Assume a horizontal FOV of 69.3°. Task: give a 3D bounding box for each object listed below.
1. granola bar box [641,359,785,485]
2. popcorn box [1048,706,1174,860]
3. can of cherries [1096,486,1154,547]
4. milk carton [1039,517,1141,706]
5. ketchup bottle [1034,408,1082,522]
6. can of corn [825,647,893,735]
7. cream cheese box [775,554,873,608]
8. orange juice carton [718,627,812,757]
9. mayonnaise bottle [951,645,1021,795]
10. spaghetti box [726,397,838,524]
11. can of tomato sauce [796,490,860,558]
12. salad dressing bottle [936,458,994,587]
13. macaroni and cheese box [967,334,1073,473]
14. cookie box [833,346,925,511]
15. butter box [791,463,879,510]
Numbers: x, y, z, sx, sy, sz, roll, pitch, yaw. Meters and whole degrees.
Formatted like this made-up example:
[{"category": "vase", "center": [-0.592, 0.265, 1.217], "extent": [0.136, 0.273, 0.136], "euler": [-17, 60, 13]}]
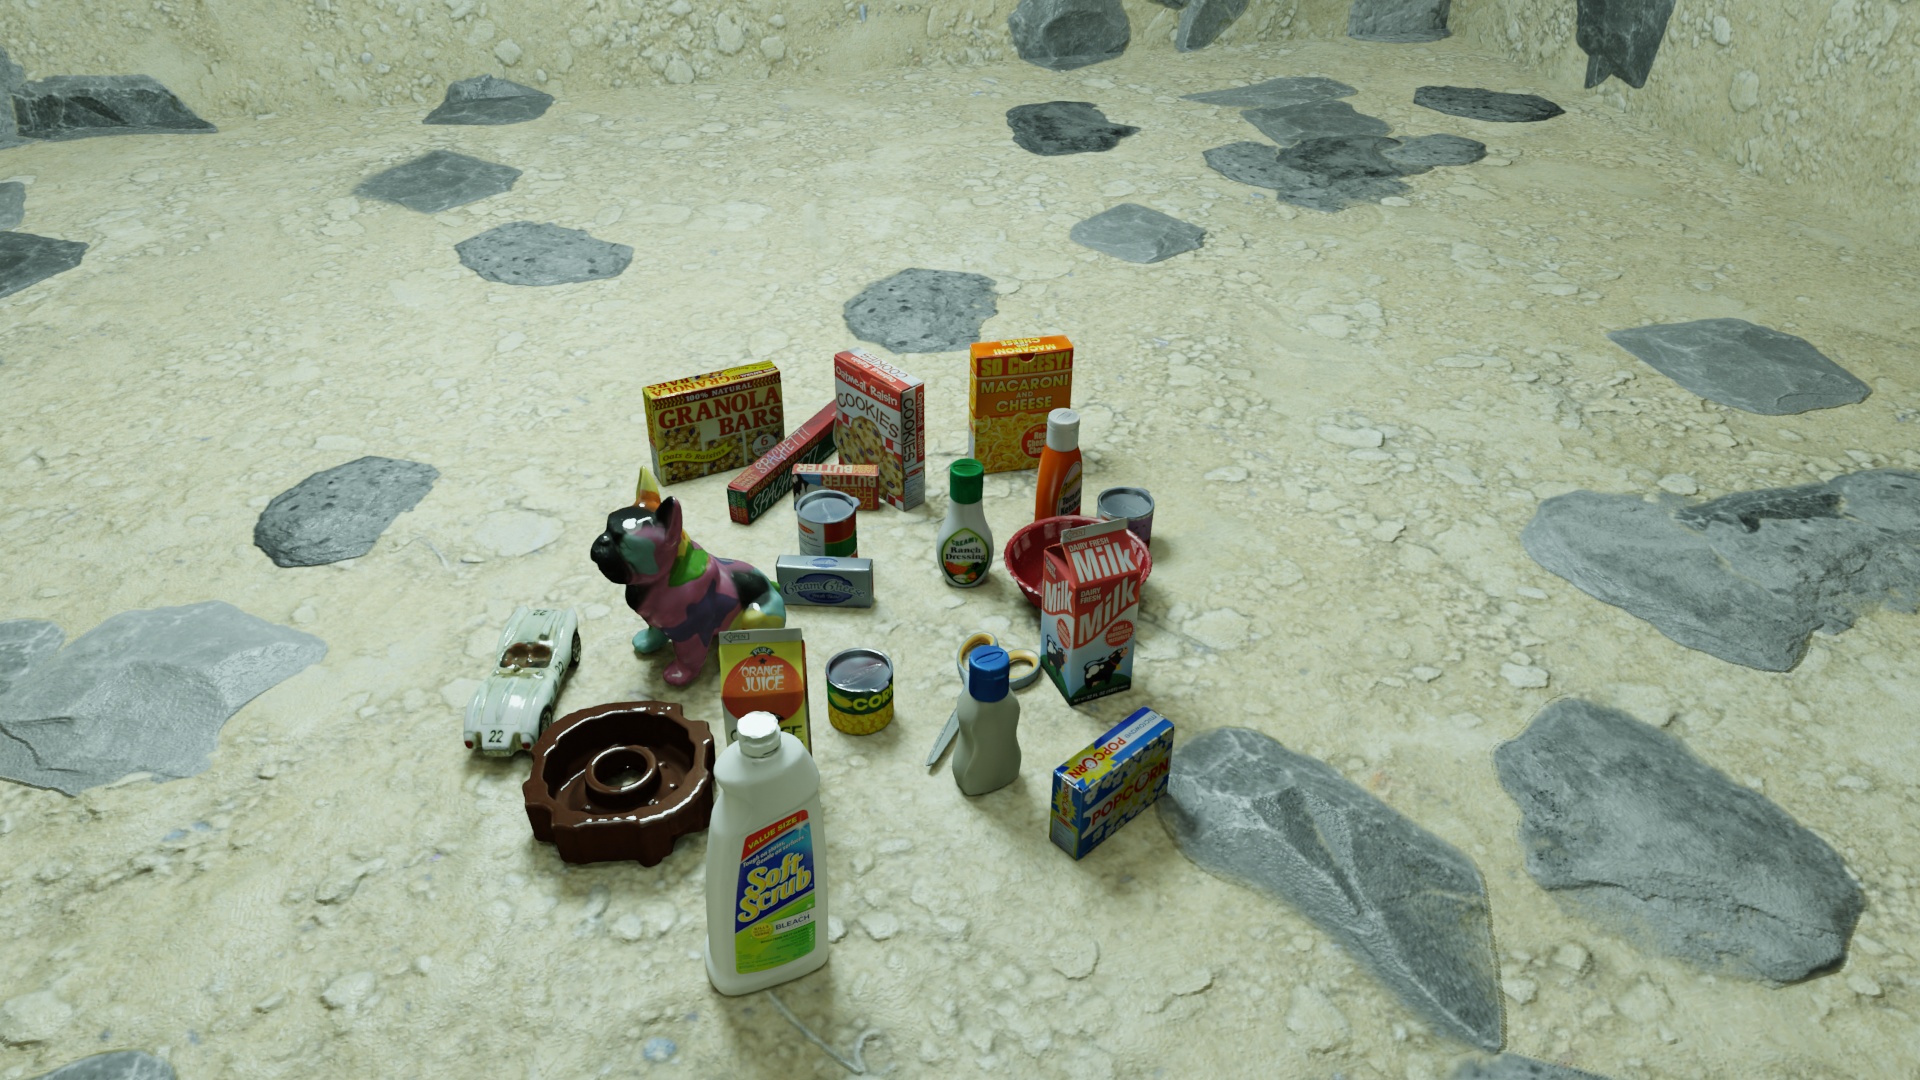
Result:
[{"category": "granola bar box", "center": [-0.301, -0.146, 1.718], "extent": [0.166, 0.123, 0.039], "euler": [-16, 38, -23]}, {"category": "popcorn box", "center": [0.136, 0.215, 1.240], "extent": [0.127, 0.084, 0.038], "euler": [-28, 44, -35]}, {"category": "can of cherries", "center": [0.191, -0.022, 1.606], "extent": [0.071, 0.058, 0.072], "euler": [1, 35, 0]}, {"category": "milk carton", "center": [0.127, 0.062, 1.368], "extent": [0.072, 0.189, 0.074], "euler": [-13, 37, -19]}, {"category": "ketchup bottle", "center": [0.116, -0.081, 1.611], "extent": [0.043, 0.148, 0.065], "euler": [25, 42, 31]}, {"category": "can of corn", "center": [-0.096, 0.149, 1.355], "extent": [0.071, 0.058, 0.071], "euler": [1, 35, 0]}, {"category": "cream cheese box", "center": [-0.147, 0.044, 1.508], "extent": [0.104, 0.053, 0.024], "euler": [3, 35, 3]}, {"category": "orange juice carton", "center": [-0.170, 0.154, 1.228], "extent": [0.072, 0.191, 0.073], "euler": [-3, 35, -5]}, {"category": "mayonnaise bottle", "center": [0.025, 0.162, 1.259], "extent": [0.065, 0.147, 0.041], "euler": [-17, 38, -24]}, {"category": "spaghetti box", "center": [-0.206, -0.102, 1.721], "extent": [0.029, 0.050, 0.251], "euler": [17, 38, 22]}, {"category": "can of tomato sauce", "center": [-0.146, -0.005, 1.553], "extent": [0.071, 0.082, 0.071], "euler": [1, 35, 0]}, {"category": "salad dressing bottle", "center": [0.005, -0.019, 1.521], "extent": [0.064, 0.146, 0.044], "euler": [1, 35, 0]}, {"category": "macaroni and cheese box", "center": [0.074, -0.167, 1.719], "extent": [0.124, 0.165, 0.040], "euler": [-7, 35, -11]}, {"category": "cookie box", "center": [-0.097, -0.134, 1.667], "extent": [0.040, 0.166, 0.123], "euler": [-28, 44, -35]}, {"category": "butter box", "center": [-0.149, -0.064, 1.664], "extent": [0.103, 0.052, 0.024], "euler": [1, 35, 0]}]
